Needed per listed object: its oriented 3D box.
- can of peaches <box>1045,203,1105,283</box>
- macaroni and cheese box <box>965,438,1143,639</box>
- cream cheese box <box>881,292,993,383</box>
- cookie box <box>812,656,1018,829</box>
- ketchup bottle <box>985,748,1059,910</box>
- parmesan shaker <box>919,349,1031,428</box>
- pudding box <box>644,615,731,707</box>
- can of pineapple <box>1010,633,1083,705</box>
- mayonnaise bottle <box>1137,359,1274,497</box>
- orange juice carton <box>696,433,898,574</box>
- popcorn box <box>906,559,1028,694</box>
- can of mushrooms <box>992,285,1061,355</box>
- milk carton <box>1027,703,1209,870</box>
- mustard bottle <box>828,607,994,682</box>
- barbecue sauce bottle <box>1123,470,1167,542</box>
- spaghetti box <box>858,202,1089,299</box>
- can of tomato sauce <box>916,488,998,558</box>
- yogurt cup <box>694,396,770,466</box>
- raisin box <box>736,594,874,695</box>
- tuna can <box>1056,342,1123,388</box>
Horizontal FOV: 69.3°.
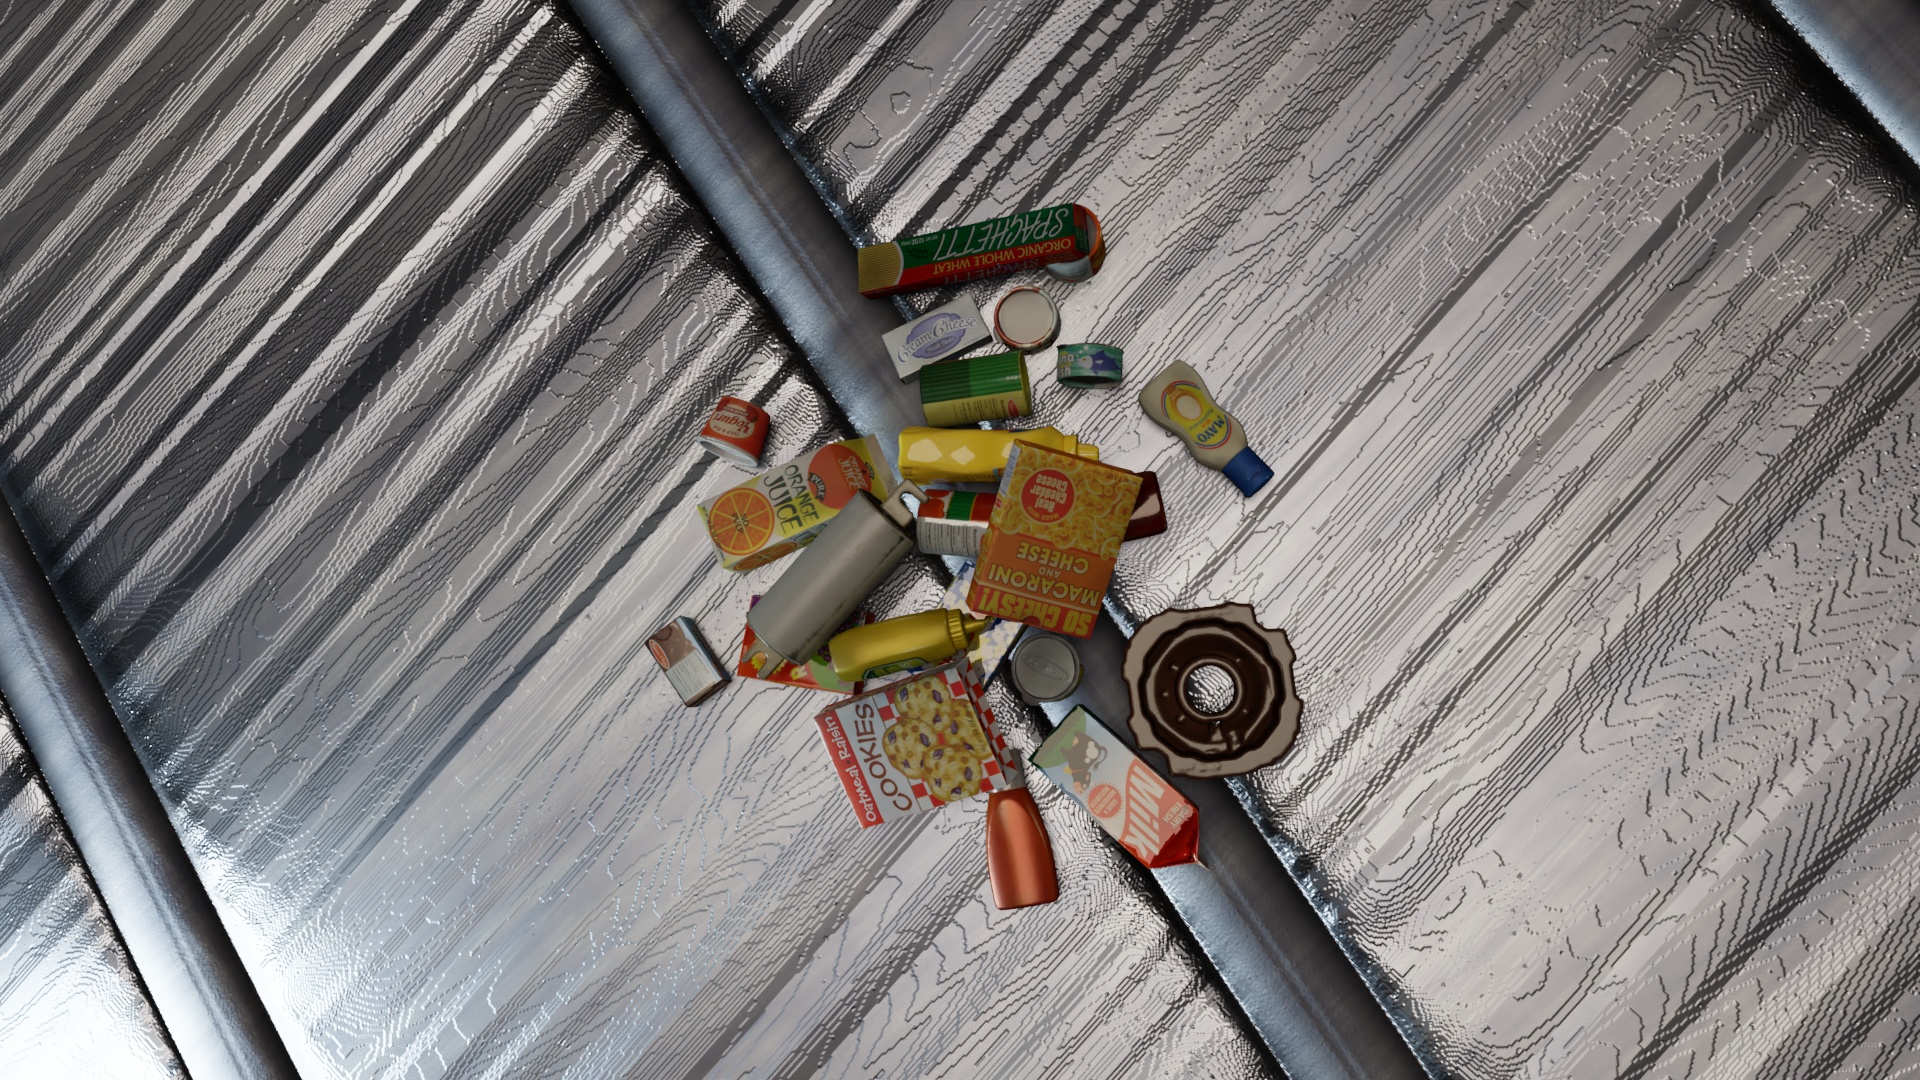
[{"bbox_3d":[0.111,-0.302,1.401,0.071,0.058,0.071,-1,83,10],"label":"can of peaches"},{"bbox_3d":[0.087,0.000,1.315,0.124,0.040,0.166,15,100,-13],"label":"macaroni and cheese box"},{"bbox_3d":[-0.024,-0.208,1.429,0.104,0.024,0.053,-26,78,5],"label":"cream cheese box"},{"bbox_3d":[-0.045,0.196,1.335,0.167,0.040,0.123,-22,94,24],"label":"cookie box"},{"bbox_3d":[0.052,0.278,1.342,0.065,0.043,0.149,-11,81,10],"label":"ketchup bottle"},{"bbox_3d":[0.015,-0.153,1.391,0.103,0.071,0.071,-7,82,9],"label":"parmesan shaker"},{"bbox_3d":[-0.279,0.124,1.425,0.049,0.030,0.084,-37,78,4],"label":"pudding box"},{"bbox_3d":[0.084,0.126,1.349,0.071,0.058,0.071,-1,83,10],"label":"can of pineapple"},{"bbox_3d":[0.244,-0.106,1.361,0.065,0.041,0.148,-42,78,0],"label":"mayonnaise bottle"},{"bbox_3d":[-0.159,-0.038,1.404,0.192,0.073,0.072,-24,79,5],"label":"orange juice carton"},{"bbox_3d":[0.009,0.095,1.376,0.085,0.038,0.126,32,89,13],"label":"popcorn box"},{"bbox_3d":[0.066,-0.223,1.411,0.071,0.033,0.071,-1,83,9],"label":"can of mushrooms"},{"bbox_3d":[0.161,0.244,1.313,0.191,0.072,0.073,41,91,12],"label":"milk carton"},{"bbox_3d":[-0.043,0.096,1.334,0.160,0.065,0.049,-15,74,7],"label":"mustard bottle"},{"bbox_3d":[0.126,-0.023,1.369,0.148,0.043,0.065,-13,78,8],"label":"barbecue sauce bottle"},{"bbox_3d":[0.009,-0.289,1.394,0.250,0.029,0.050,-6,82,27],"label":"spaghetti box"},{"bbox_3d":[0.005,-0.017,1.377,0.083,0.071,0.071,5,84,13],"label":"can of tomato sauce"},{"bbox_3d":[-0.230,-0.113,1.432,0.072,0.072,0.054,18,78,11],"label":"yogurt cup"},{"bbox_3d":[-0.156,0.106,1.402,0.123,0.040,0.086,8,85,11],"label":"raisin box"},{"bbox_3d":[0.126,-0.173,1.375,0.071,0.071,0.033,2,84,10],"label":"tuna can"}]
